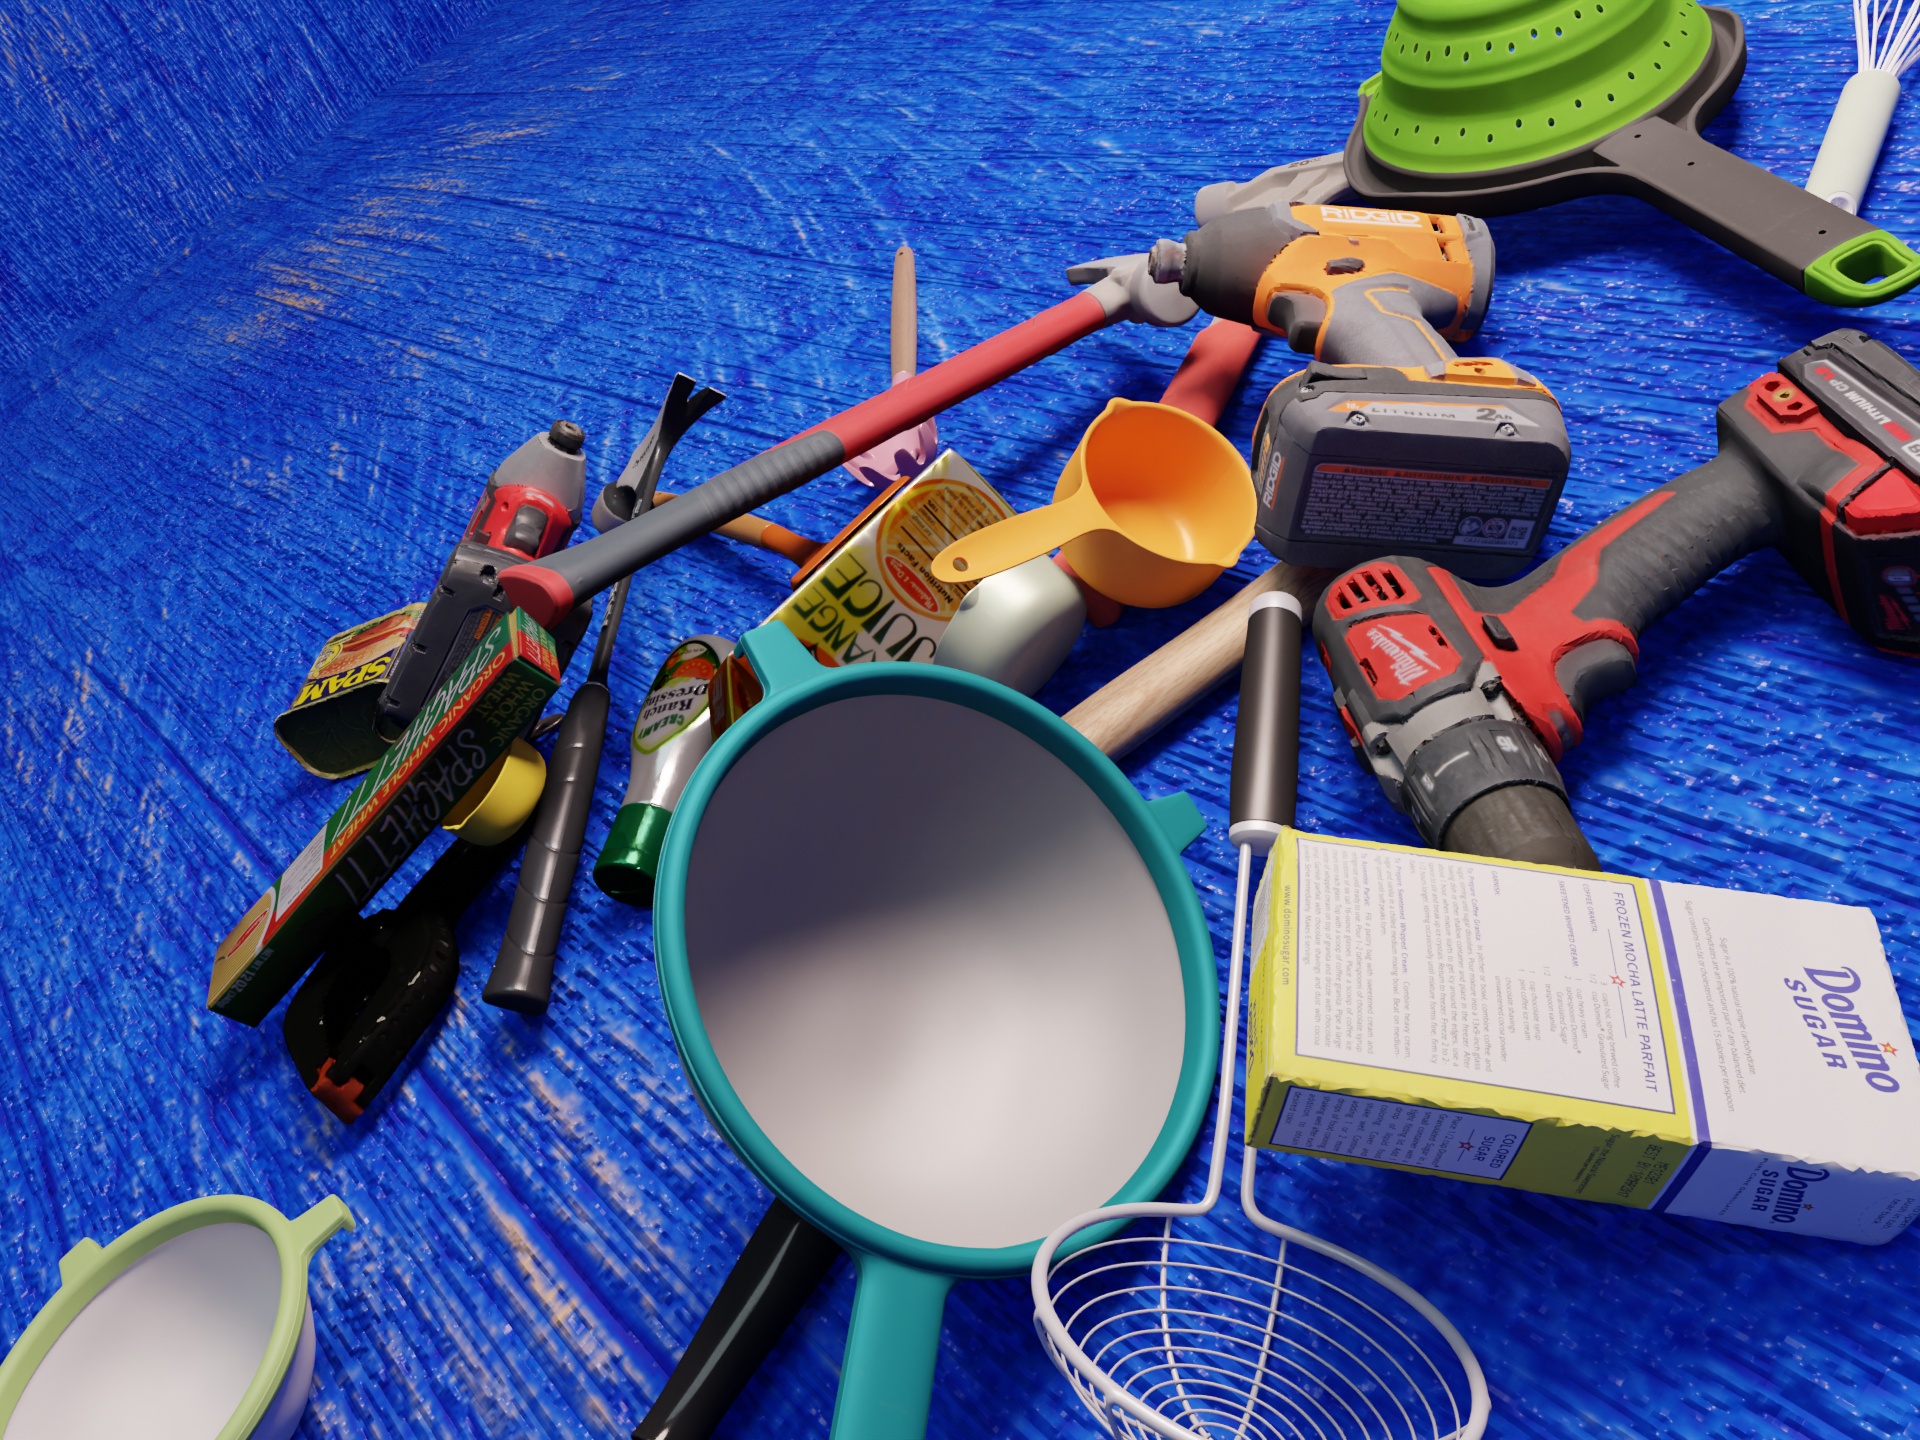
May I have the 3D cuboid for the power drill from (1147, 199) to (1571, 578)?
[{"bbox_3d":[0.172,-0.164,0.720,0.164,0.084,0.227,4,43,-1],"label":"power drill"}]

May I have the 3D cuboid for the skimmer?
[{"bbox_3d":[0.104,0.072,0.526,0.127,0.090,0.364,12,51,2],"label":"skimmer"}]

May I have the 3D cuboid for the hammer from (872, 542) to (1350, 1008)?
[{"bbox_3d":[0.036,0.024,0.684,0.331,0.031,0.130,-35,42,-5],"label":"hammer"}]

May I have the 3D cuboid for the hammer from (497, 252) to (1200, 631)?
[{"bbox_3d":[-0.063,-0.153,0.845,0.386,0.038,0.143,-29,20,-10],"label":"hammer"}]

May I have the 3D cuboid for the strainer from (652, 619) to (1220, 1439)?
[{"bbox_3d":[-0.028,0.146,0.526,0.095,0.211,0.341,-40,34,51],"label":"strainer"}]

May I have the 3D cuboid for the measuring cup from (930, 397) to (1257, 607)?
[{"bbox_3d":[0.051,-0.079,0.699,0.173,0.052,0.095,-24,73,-29],"label":"measuring cup"}]

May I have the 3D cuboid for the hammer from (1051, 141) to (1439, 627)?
[{"bbox_3d":[0.142,-0.188,0.842,0.149,0.036,0.359,2,49,36],"label":"hammer"}]

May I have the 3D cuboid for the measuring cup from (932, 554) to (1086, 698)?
[{"bbox_3d":[-0.001,-0.002,0.732,0.038,0.083,0.167,38,93,16],"label":"measuring cup"}]

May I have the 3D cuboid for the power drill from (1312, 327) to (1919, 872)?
[{"bbox_3d":[0.250,-0.025,0.560,0.226,0.080,0.188,-27,38,12],"label":"power drill"}]

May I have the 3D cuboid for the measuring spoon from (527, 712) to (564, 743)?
[{"bbox_3d":[-0.280,0.033,0.916,0.124,0.018,0.034,-31,29,-9],"label":"measuring spoon"}]

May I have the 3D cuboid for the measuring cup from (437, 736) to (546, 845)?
[{"bbox_3d":[-0.263,0.056,0.806,0.156,0.029,0.062,-31,39,32],"label":"measuring cup"}]

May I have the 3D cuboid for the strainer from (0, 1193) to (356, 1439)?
[{"bbox_3d":[-0.309,0.307,0.589,0.151,0.069,0.257,-15,42,18],"label":"strainer"}]

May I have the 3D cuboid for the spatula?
[{"bbox_3d":[-0.122,-0.116,0.912,0.081,0.041,0.323,-45,31,-14],"label":"spatula"}]

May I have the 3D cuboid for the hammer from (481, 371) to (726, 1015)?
[{"bbox_3d":[-0.192,-0.024,0.853,0.149,0.036,0.409,-47,29,42],"label":"hammer"}]

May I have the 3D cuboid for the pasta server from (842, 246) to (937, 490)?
[{"bbox_3d":[-0.040,-0.236,1.019,0.060,0.040,0.317,-21,38,16],"label":"pasta server"}]

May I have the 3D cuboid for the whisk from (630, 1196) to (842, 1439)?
[{"bbox_3d":[-0.109,0.258,0.519,0.073,0.073,0.296,4,44,37],"label":"whisk"}]

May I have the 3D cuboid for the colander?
[{"bbox_3d":[0.310,-0.309,0.759,0.204,0.094,0.398,-27,39,4],"label":"colander"}]

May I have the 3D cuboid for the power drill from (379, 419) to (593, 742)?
[{"bbox_3d":[-0.262,-0.084,0.924,0.143,0.078,0.220,-57,22,21],"label":"power drill"}]

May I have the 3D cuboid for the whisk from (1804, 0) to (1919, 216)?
[{"bbox_3d":[0.439,-0.306,0.764,0.246,0.057,0.059,-59,10,-25],"label":"whisk"}]
